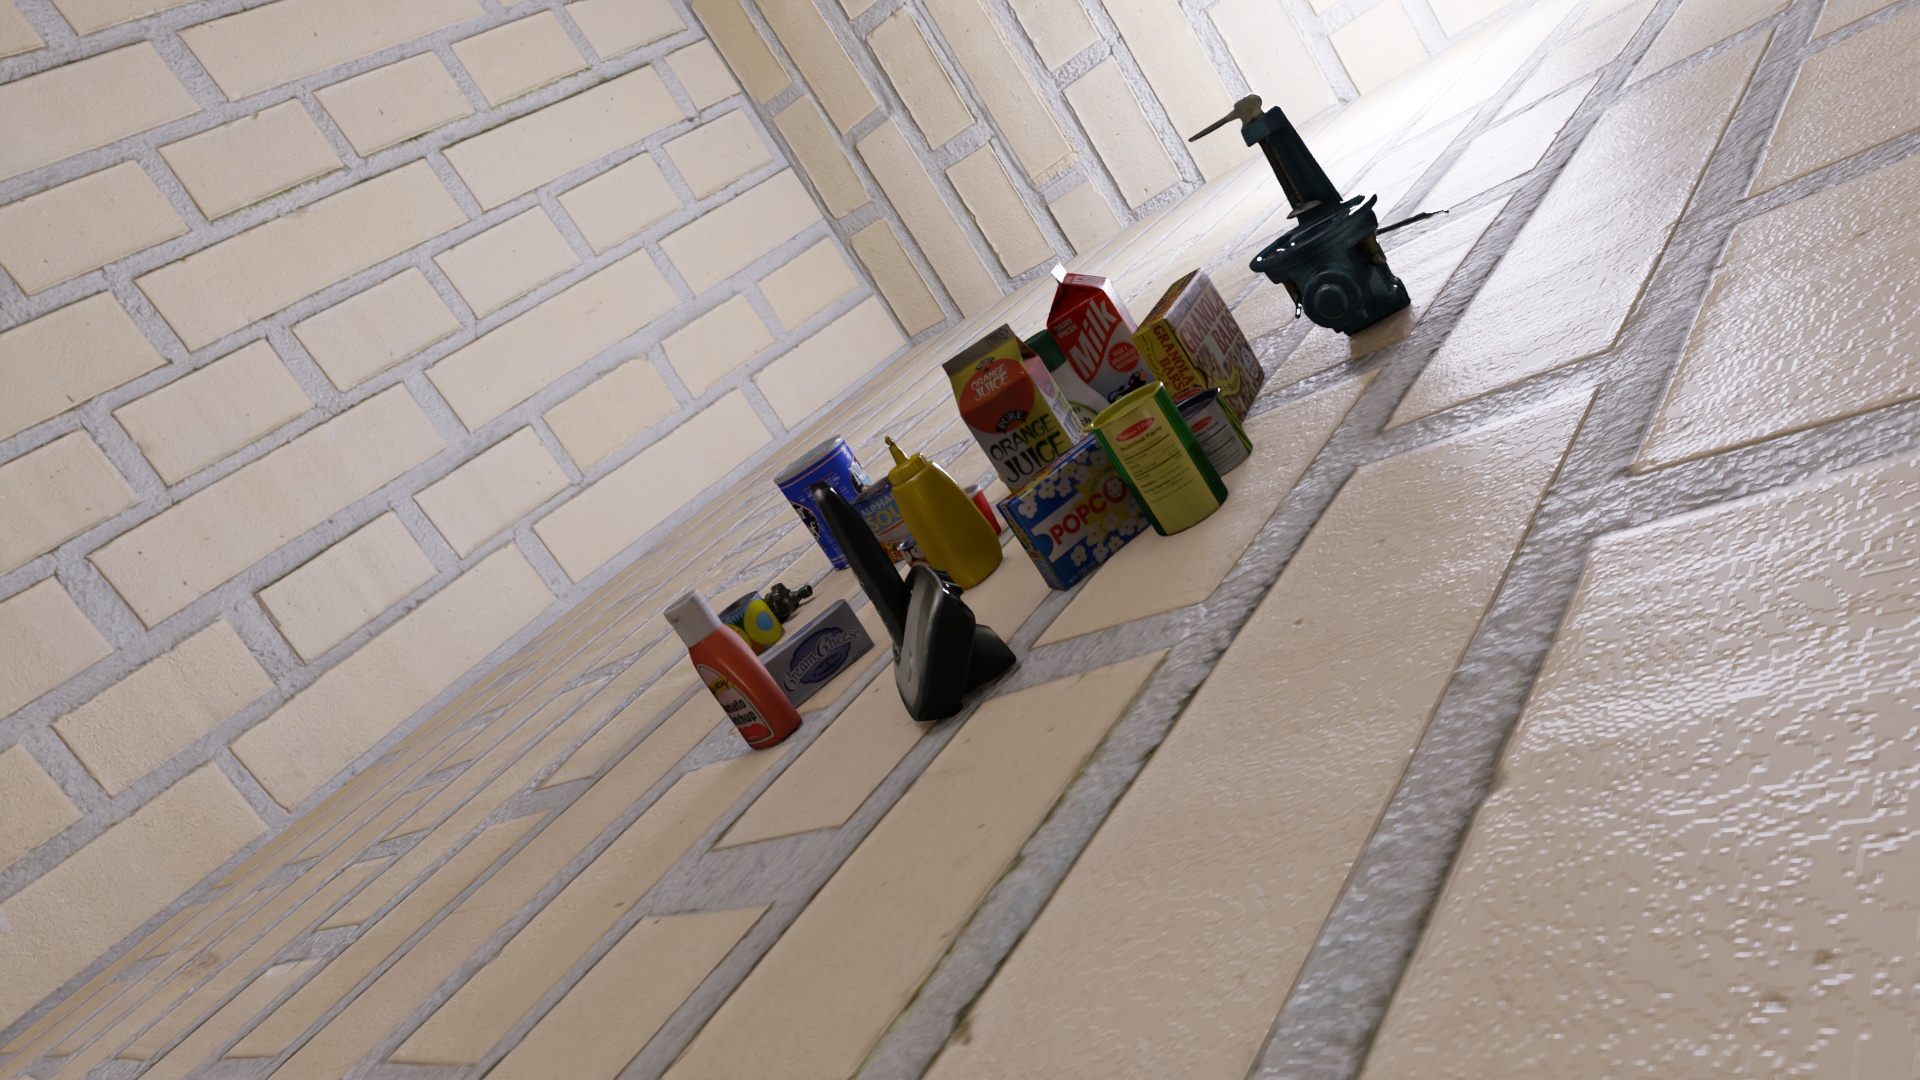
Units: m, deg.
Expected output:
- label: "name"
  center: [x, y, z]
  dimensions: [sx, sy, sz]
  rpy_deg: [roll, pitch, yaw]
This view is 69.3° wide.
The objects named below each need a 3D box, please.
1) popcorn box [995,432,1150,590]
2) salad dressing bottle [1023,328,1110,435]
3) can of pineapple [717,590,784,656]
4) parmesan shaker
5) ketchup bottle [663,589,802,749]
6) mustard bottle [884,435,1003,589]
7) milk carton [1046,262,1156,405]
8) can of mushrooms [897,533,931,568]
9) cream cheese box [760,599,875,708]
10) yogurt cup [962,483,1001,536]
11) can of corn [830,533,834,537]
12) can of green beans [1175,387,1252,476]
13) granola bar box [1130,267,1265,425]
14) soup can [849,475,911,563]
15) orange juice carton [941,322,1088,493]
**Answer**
- label: "popcorn box"
  center: [0.103, -0.030, 1.127]
  dimensions: [0.127, 0.085, 0.038]
  rpy_deg: [-37, 12, -17]
- label: "salad dressing bottle"
  center: [0.111, -0.143, 1.404]
  dimensions: [0.064, 0.147, 0.044]
  rpy_deg: [-26, 14, 35]
- label: "can of pineapple"
  center: [-0.245, 0.101, 1.595]
  dimensions: [0.071, 0.058, 0.071]
  rpy_deg: [-32, 12, 8]
- label: "parmesan shaker"
  center: [0.152, -0.062, 1.081]
  dimensions: [0.071, 0.103, 0.071]
  rpy_deg: [-32, 12, 8]
- label: "ketchup bottle"
  center: [-0.201, 0.112, 1.212]
  dimensions: [0.064, 0.148, 0.044]
  rpy_deg: [-20, 17, 49]
- label: "mustard bottle"
  center: [-0.024, -0.032, 1.289]
  dimensions: [0.065, 0.160, 0.048]
  rpy_deg: [-42, 14, -35]
- label: "milk carton"
  center: [0.149, -0.203, 1.440]
  dimensions: [0.073, 0.190, 0.072]
  rpy_deg: [-30, 12, 18]
- label: "can of mushrooms"
  center: [-0.032, 0.004, 1.477]
  dimensions: [0.071, 0.033, 0.071]
  rpy_deg: [-32, 12, 8]
- label: "cream cheese box"
  center: [-0.135, 0.106, 1.292]
  dimensions: [0.104, 0.053, 0.024]
  rpy_deg: [-38, 12, -21]
- label: "yogurt cup"
  center: [0.005, -0.018, 1.415]
  dimensions: [0.072, 0.054, 0.072]
  rpy_deg: [-32, 12, 8]
- label: "can of corn"
  center: [-0.113, -0.002, 1.654]
  dimensions: [0.071, 0.058, 0.071]
  rpy_deg: [-32, 12, 8]
- label: "can of green beans"
  center: [0.201, -0.085, 1.156]
  dimensions: [0.071, 0.057, 0.071]
  rpy_deg: [-32, 12, 8]
- label: "granola bar box"
  center: [0.222, -0.169, 1.274]
  dimensions: [0.039, 0.124, 0.166]
  rpy_deg: [-27, 13, 31]
- label: "soup can"
  center: [-0.076, -0.025, 1.586]
  dimensions: [0.071, 0.083, 0.071]
  rpy_deg: [-32, 12, 8]
- label: "orange juice carton"
  center: [0.063, -0.092, 1.220]
  dimensions: [0.071, 0.192, 0.073]
  rpy_deg: [-30, 12, 19]
